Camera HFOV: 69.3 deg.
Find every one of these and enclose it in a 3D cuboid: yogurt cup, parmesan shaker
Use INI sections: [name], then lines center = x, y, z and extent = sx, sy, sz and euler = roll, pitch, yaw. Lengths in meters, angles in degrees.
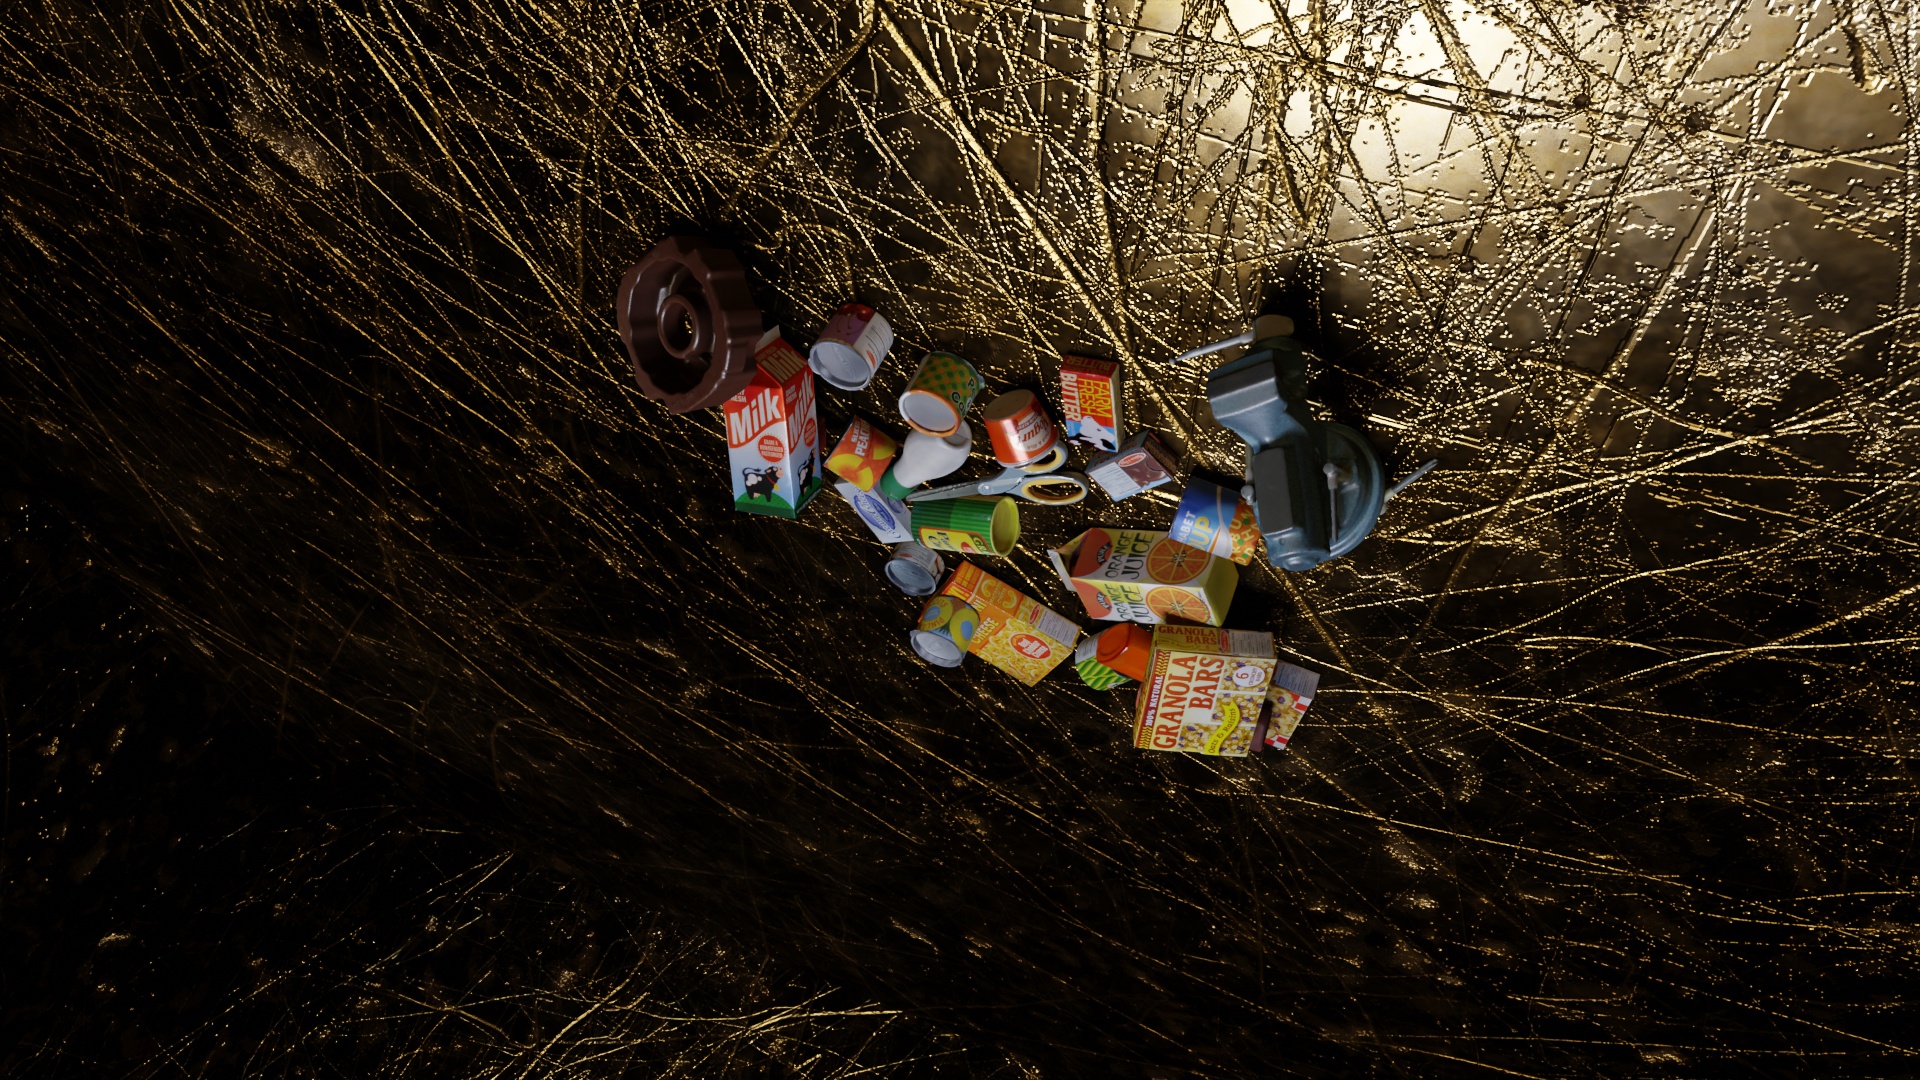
[yogurt cup]
center = 0.057, -0.113, 1.371
extent = 0.072, 0.073, 0.053
euler = -3, 128, 36
[parmesan shaker]
center = 0.005, -0.019, 1.529
extent = 0.103, 0.072, 0.071
euler = 6, 141, 29

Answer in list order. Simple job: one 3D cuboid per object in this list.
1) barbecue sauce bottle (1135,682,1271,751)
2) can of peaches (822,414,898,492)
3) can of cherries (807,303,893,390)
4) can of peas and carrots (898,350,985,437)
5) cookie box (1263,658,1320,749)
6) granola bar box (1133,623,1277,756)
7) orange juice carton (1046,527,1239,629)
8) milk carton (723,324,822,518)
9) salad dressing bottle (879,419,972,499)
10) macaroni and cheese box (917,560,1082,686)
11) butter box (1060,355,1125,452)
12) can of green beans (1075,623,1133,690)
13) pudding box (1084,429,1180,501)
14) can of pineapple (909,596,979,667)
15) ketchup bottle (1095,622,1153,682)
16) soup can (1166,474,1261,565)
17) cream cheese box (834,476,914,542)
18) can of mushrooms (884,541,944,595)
[barbecue sauce bottle]
center = 0.275, 0.194, 1.577
extent = 0.148, 0.044, 0.064
euler = 15, 143, 17
[can of peaches]
center = -0.107, -0.095, 1.502
extent = 0.058, 0.071, 0.071
euler = 33, 146, -10
[can of cherries]
center = -0.110, -0.193, 1.380
extent = 0.071, 0.059, 0.071
euler = 18, 146, 13
[can of peas and carrots]
center = -0.018, -0.144, 1.383
extent = 0.071, 0.059, 0.070
euler = 18, 146, 13
[cookie box]
center = 0.311, 0.168, 1.595
extent = 0.167, 0.040, 0.122
euler = 21, 146, 9
[granola bar box]
center = 0.256, 0.161, 1.469
extent = 0.124, 0.039, 0.164
euler = 5, 134, 1
[orange juice carton]
center = 0.188, 0.038, 1.474
extent = 0.192, 0.073, 0.071
euler = 4, 142, 31
[milk carton]
center = -0.198, -0.126, 1.457
extent = 0.073, 0.073, 0.189
euler = 8, 118, 18
[salad dressing bottle]
center = -0.041, -0.087, 1.489
extent = 0.064, 0.044, 0.147
euler = 24, 150, -19
[macaroni and cheese box]
center = 0.046, 0.102, 1.686
extent = 0.166, 0.040, 0.123
euler = 31, 146, -6
[butter box]
center = 0.127, -0.131, 1.333
extent = 0.053, 0.024, 0.103
euler = 12, 144, 20
[can of green beans]
center = 0.176, 0.137, 1.621
extent = 0.071, 0.071, 0.057
euler = 37, 145, -14
[pudding box]
center = 0.171, -0.073, 1.376
extent = 0.049, 0.030, 0.083
euler = 42, 143, -20
[can of pineapple]
center = -0.018, 0.106, 1.643
extent = 0.071, 0.058, 0.070
euler = 18, 145, 13
[ketchup bottle]
center = 0.223, 0.138, 1.512
extent = 0.149, 0.044, 0.064
euler = 25, 147, -23
[soup can]
center = 0.252, -0.017, 1.358
extent = 0.084, 0.072, 0.071
euler = 21, 146, 9
[cream cheese box]
center = -0.095, -0.040, 1.605
extent = 0.053, 0.024, 0.103
euler = -6, 134, 41
[can of mushrooms]
center = -0.055, 0.034, 1.669
extent = 0.071, 0.034, 0.070
euler = 17, 145, 13
